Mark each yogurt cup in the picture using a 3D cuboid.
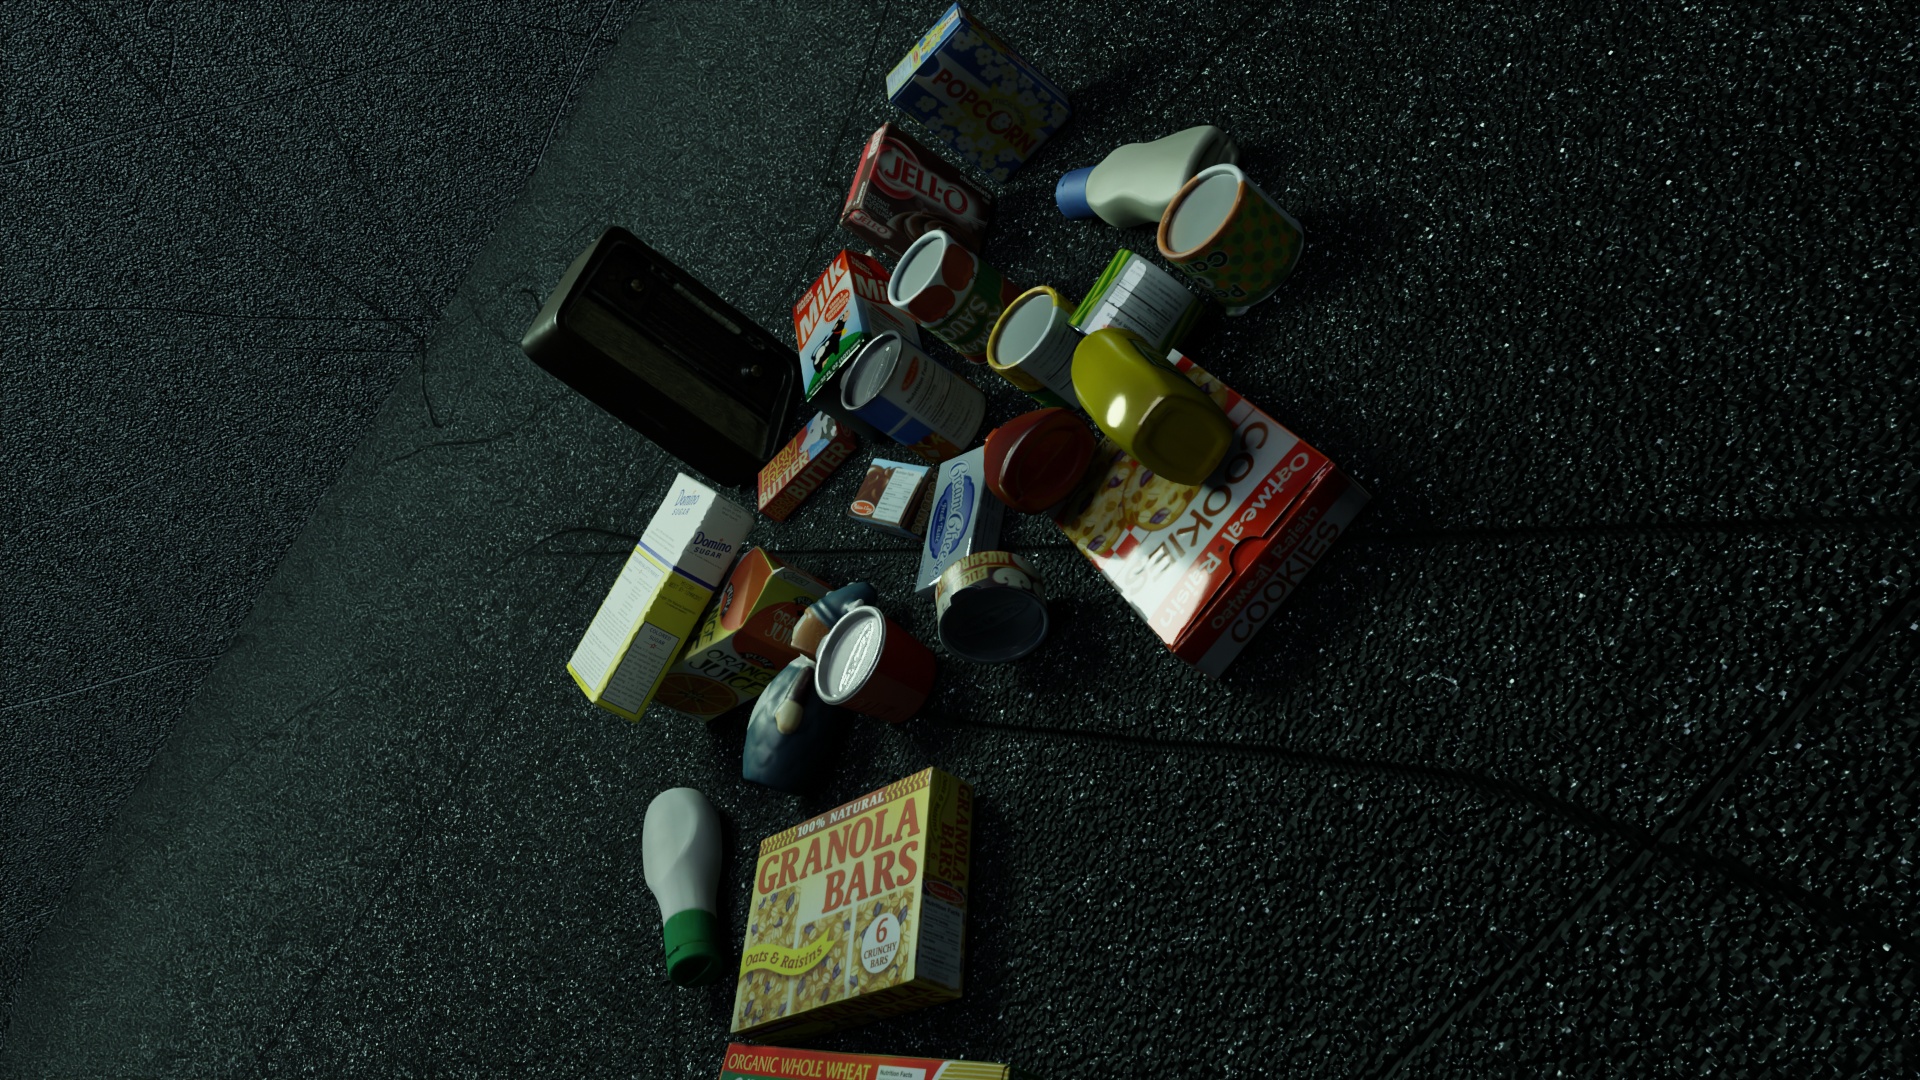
[{"bbox_3d":[-0.053,0.083,0.898,0.072,0.054,0.073,-34,39,34],"label":"yogurt cup"}]

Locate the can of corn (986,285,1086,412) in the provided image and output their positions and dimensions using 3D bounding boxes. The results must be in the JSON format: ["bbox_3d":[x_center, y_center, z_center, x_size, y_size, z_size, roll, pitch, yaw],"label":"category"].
[{"bbox_3d":[0.059,-0.126,0.918,0.071,0.058,0.071,-34,39,34],"label":"can of corn"}]

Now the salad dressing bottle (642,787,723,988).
[{"bbox_3d":[-0.191,0.240,0.966,0.064,0.044,0.148,-45,35,18],"label":"salad dressing bottle"}]

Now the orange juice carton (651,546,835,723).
[{"bbox_3d":[-0.162,0.067,1.046,0.192,0.072,0.073,-28,43,39],"label":"orange juice carton"}]

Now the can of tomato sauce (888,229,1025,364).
[{"bbox_3d":[-0.002,-0.177,1.021,0.071,0.083,0.071,-35,38,34],"label":"can of tomato sauce"}]

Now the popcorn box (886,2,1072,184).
[{"bbox_3d":[0.015,-0.354,1.106,0.085,0.126,0.038,-39,41,29],"label":"popcorn box"}]

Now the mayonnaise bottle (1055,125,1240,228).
[{"bbox_3d":[0.122,-0.243,0.948,0.148,0.041,0.065,12,72,58],"label":"mayonnaise bottle"}]

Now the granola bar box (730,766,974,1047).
[{"bbox_3d":[-0.062,0.217,0.812,0.165,0.039,0.125,-30,42,38],"label":"granola bar box"}]

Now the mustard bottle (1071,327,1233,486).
[{"bbox_3d":[0.093,-0.084,0.756,0.048,0.065,0.161,-54,27,15],"label":"mustard bottle"}]

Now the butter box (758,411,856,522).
[{"bbox_3d":[-0.129,-0.066,1.158,0.103,0.024,0.053,-42,35,24],"label":"butter box"}]

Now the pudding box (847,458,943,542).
[{"bbox_3d":[-0.042,-0.030,1.003,0.083,0.030,0.050,13,75,57],"label":"pudding box"}]

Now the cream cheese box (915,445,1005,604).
[{"bbox_3d":[0.003,-0.012,0.930,0.053,0.024,0.104,-22,47,43],"label":"cream cheese box"}]

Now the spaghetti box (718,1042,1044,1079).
[{"bbox_3d":[-0.054,0.300,0.739,0.249,0.028,0.050,-18,50,46],"label":"spaghetti box"}]

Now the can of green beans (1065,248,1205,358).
[{"bbox_3d":[0.108,-0.137,0.853,0.057,0.071,0.071,-54,32,7],"label":"can of green beans"}]

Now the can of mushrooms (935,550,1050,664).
[{"bbox_3d":[0.017,0.039,0.823,0.071,0.071,0.034,-40,35,27],"label":"can of mushrooms"}]

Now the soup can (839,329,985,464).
[{"bbox_3d":[-0.035,-0.102,1.003,0.071,0.083,0.072,-35,39,33],"label":"soup can"}]

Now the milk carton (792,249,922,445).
[{"bbox_3d":[-0.085,-0.171,1.140,0.072,0.073,0.191,-44,34,23],"label":"milk carton"}]

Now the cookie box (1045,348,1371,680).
[{"bbox_3d":[0.126,-0.020,0.752,0.122,0.040,0.168,-52,32,10],"label":"cookie box"}]

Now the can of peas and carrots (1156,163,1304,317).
[{"bbox_3d":[0.158,-0.178,0.824,0.070,0.058,0.071,-35,38,34],"label":"can of peas and carrots"}]

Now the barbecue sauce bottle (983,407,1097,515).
[{"bbox_3d":[0.041,-0.051,0.847,0.065,0.043,0.148,-50,9,0],"label":"barbecue sauce bottle"}]
